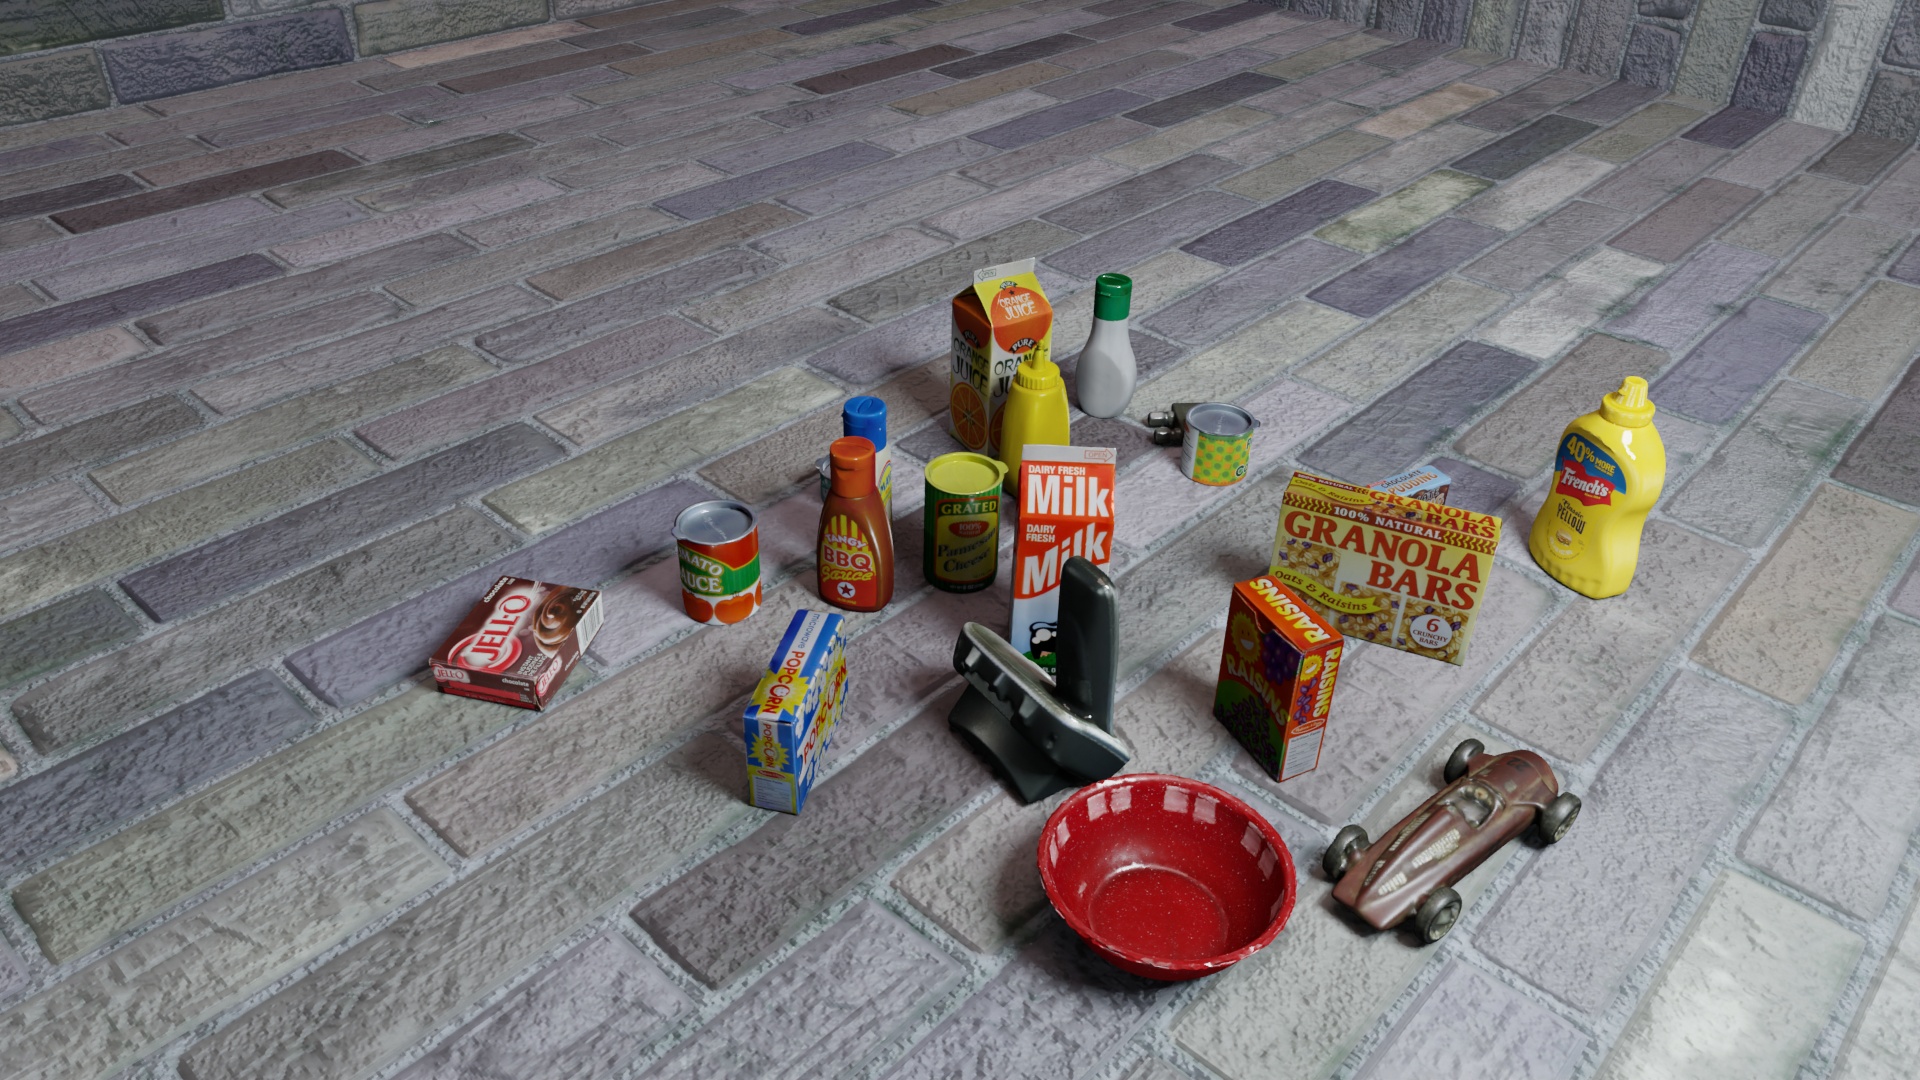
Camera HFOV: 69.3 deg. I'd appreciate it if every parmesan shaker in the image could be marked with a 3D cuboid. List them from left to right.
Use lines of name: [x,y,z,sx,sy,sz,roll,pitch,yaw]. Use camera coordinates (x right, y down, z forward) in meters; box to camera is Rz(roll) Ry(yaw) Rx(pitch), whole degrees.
parmesan shaker: [0.004,-0.015,1.181,0.071,0.102,0.072,1,34,-1]

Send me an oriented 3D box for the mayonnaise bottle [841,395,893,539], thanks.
mayonnaise bottle: [-0.081,-0.051,1.190,0.041,0.147,0.065,10,35,12]

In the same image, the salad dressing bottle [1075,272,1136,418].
salad dressing bottle: [0.151,-0.199,1.420,0.064,0.146,0.044,20,38,25]

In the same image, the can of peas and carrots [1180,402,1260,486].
can of peas and carrots: [0.252,-0.093,1.348,0.071,0.058,0.071,1,34,-1]

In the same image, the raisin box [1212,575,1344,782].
raisin box: [0.227,0.099,1.005,0.040,0.122,0.086,-13,37,-21]

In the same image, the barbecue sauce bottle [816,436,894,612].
barbecue sauce bottle: [-0.087,-0.013,1.134,0.065,0.147,0.044,12,35,15]

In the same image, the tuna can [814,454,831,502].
tuna can: [-0.101,-0.056,1.300,0.071,0.032,0.071,1,34,-1]

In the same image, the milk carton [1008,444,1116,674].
milk carton: [0.077,0.009,1.072,0.072,0.189,0.074,2,34,0]

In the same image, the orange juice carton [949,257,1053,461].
orange juice carton: [0.039,-0.179,1.346,0.072,0.191,0.073,-18,39,-27]

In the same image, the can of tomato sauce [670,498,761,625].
can of tomato sauce: [-0.199,0.019,1.140,0.071,0.082,0.071,1,34,-1]

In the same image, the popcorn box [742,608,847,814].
popcorn box: [-0.115,0.120,0.993,0.038,0.084,0.127,8,34,9]

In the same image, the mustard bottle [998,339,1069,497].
mustard bottle: [0.070,-0.116,1.282,0.065,0.159,0.049,-26,43,-35]

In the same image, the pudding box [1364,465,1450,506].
pudding box: [0.406,-0.035,1.277,0.084,0.049,0.030,-16,38,-24]

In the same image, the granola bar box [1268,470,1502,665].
granola bar box: [0.338,0.021,1.125,0.165,0.123,0.039,15,36,19]
